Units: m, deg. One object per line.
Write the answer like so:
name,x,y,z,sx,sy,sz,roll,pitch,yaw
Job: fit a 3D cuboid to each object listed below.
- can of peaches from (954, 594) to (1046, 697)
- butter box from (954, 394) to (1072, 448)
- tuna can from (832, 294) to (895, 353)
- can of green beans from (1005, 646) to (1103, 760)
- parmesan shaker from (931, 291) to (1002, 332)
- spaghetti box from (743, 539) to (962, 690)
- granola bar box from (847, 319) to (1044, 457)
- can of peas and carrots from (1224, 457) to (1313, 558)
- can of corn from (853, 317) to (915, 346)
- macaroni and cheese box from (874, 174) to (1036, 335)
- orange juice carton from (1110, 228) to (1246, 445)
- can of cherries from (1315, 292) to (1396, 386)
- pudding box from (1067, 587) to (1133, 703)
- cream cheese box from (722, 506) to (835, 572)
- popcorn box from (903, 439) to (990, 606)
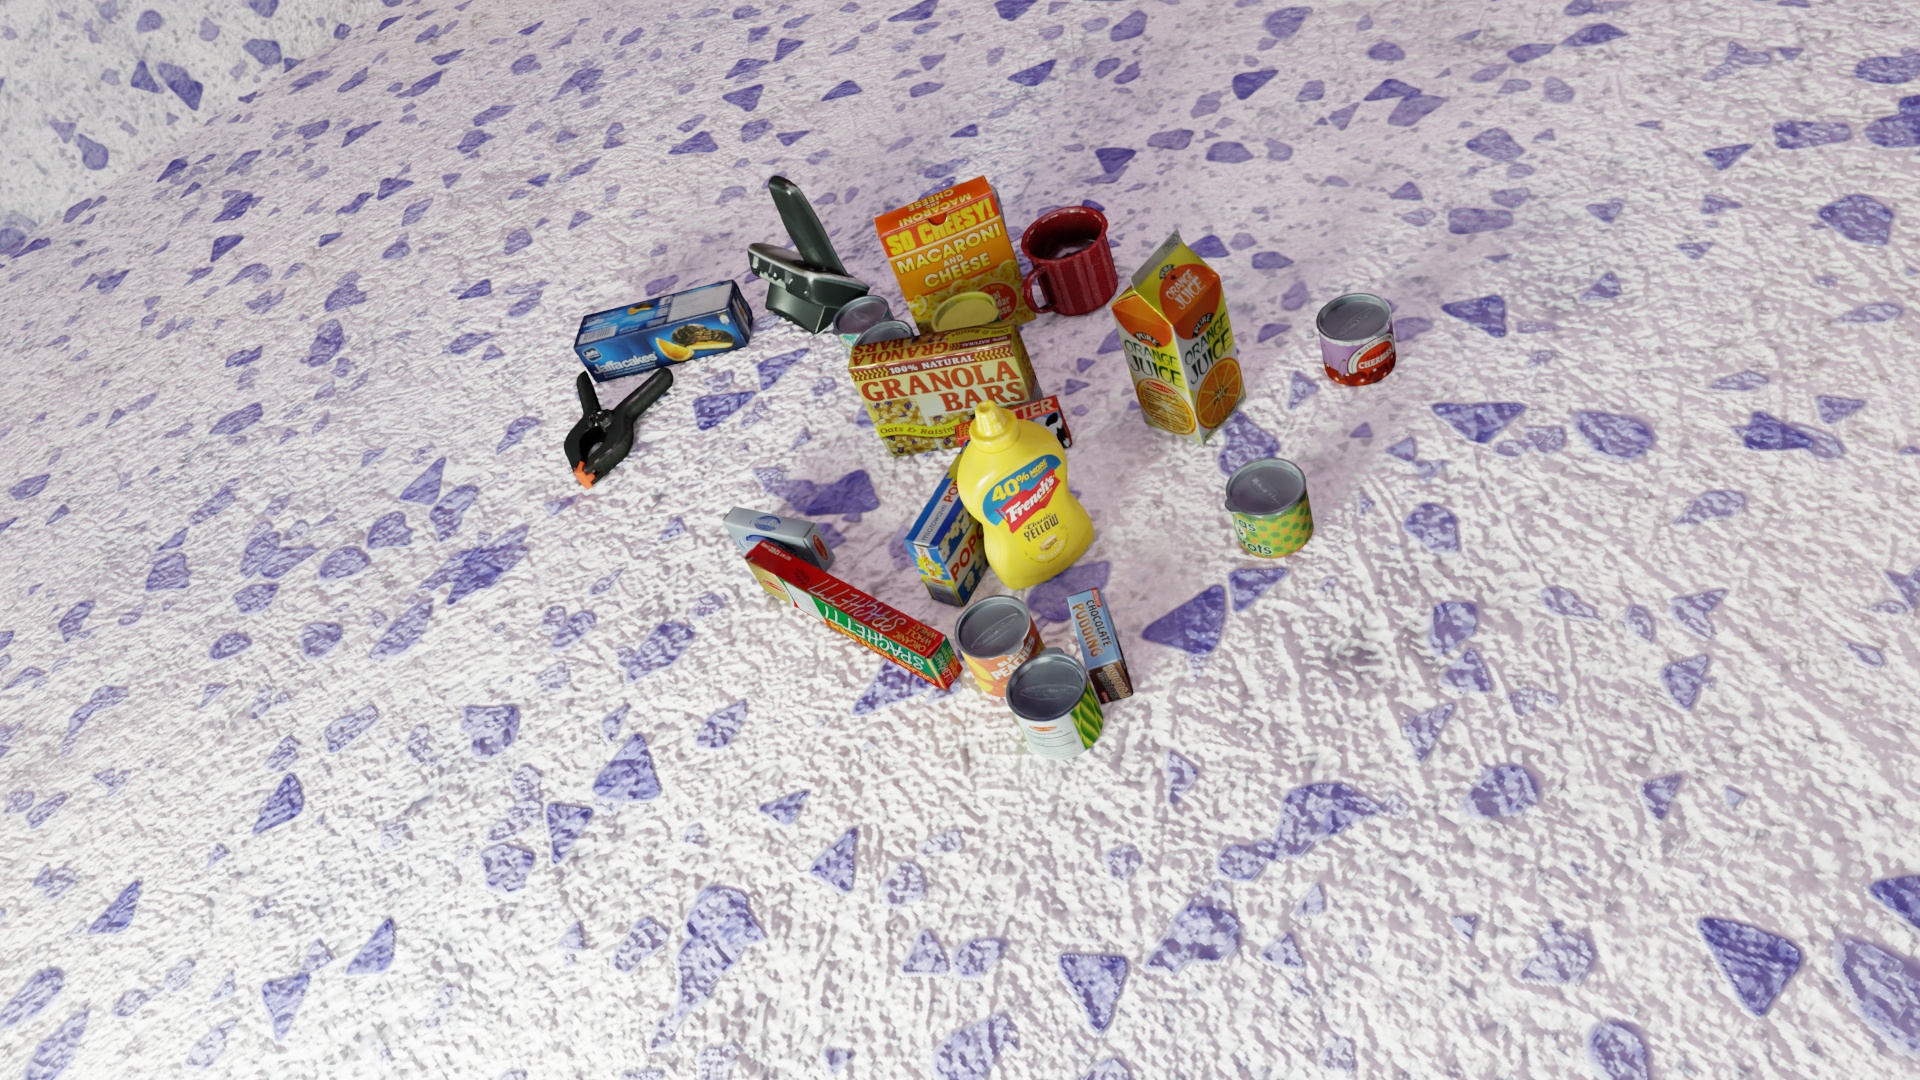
can of peaches,0.036,0.090,1.157,0.071,0.057,0.071,-12,46,13
butter box,0.051,-0.101,1.332,0.103,0.053,0.024,-16,45,9
tuna can,-0.107,-0.238,1.542,0.071,0.032,0.071,-12,46,13
can of green beans,0.075,0.132,1.102,0.071,0.057,0.071,-12,46,13
parmesan shaker,0.021,-0.189,1.392,0.071,0.102,0.072,-12,46,13
spaghetti box,-0.100,0.064,1.245,0.250,0.050,0.029,25,62,38
granola bar box,-0.011,-0.145,1.349,0.165,0.123,0.039,-7,47,17
can of peas and carrots,0.259,-0.026,1.170,0.071,0.058,0.071,-12,46,13
can of corn,-0.072,-0.191,1.466,0.071,0.058,0.071,-12,46,13
macaroni and cheese box,-0.003,-0.281,1.443,0.124,0.165,0.040,-21,44,4
orange juice carton,0.194,-0.183,1.249,0.073,0.191,0.072,27,64,39
can of cherries,0.364,-0.182,1.271,0.071,0.058,0.072,-12,46,13
pudding box,0.114,0.085,1.134,0.030,0.049,0.084,-18,45,7
cream cheese box,-0.175,-0.001,1.335,0.104,0.053,0.024,11,55,31
popcorn box,0.004,-0.016,1.250,0.038,0.085,0.127,11,54,31
